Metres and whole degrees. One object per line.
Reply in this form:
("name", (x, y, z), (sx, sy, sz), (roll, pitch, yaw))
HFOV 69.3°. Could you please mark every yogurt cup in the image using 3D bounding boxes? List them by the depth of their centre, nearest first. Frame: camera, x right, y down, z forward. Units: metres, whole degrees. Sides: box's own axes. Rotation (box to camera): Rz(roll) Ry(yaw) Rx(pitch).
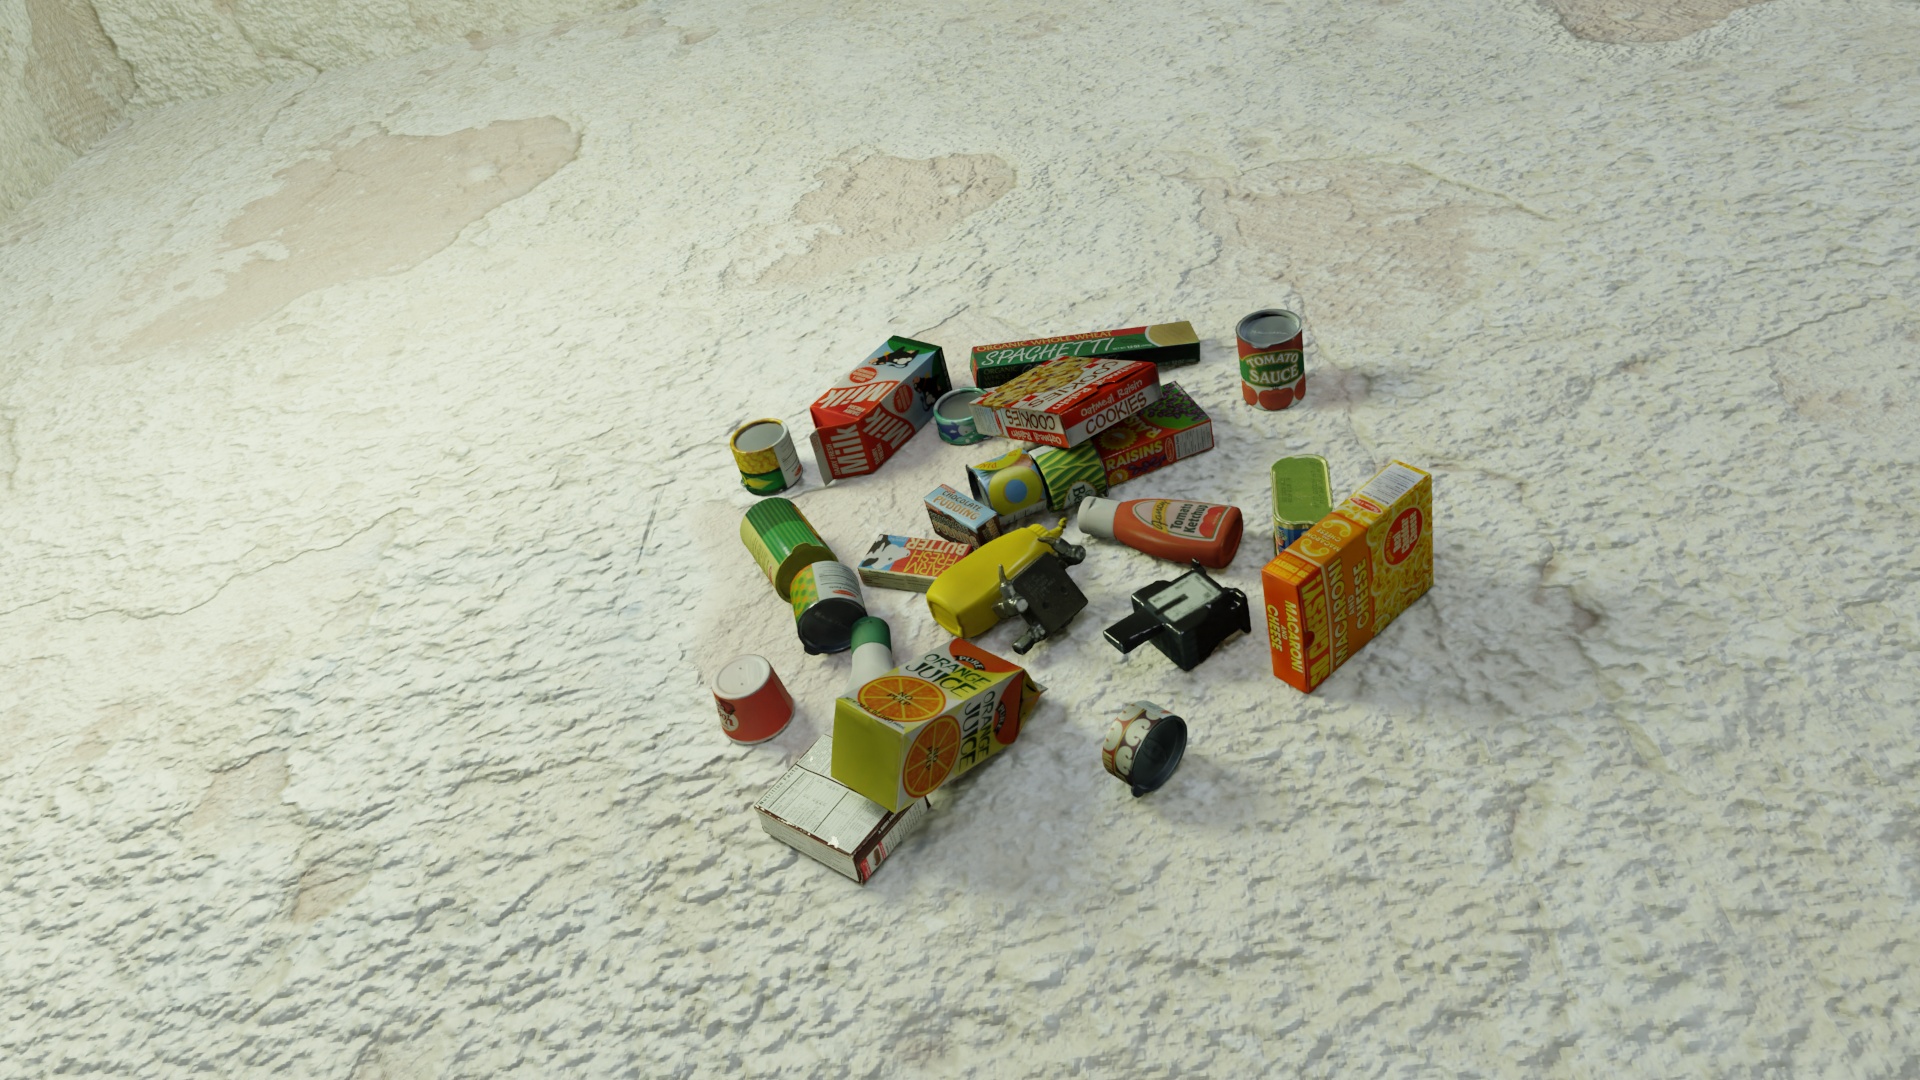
("yogurt cup", (-0.186, 0.137, 1.224), (0.072, 0.053, 0.073), (-8, 39, 7))

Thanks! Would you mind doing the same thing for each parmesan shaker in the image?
("parmesan shaker", (-0.169, 0.006, 1.362), (0.071, 0.071, 0.103), (-27, 40, -14))

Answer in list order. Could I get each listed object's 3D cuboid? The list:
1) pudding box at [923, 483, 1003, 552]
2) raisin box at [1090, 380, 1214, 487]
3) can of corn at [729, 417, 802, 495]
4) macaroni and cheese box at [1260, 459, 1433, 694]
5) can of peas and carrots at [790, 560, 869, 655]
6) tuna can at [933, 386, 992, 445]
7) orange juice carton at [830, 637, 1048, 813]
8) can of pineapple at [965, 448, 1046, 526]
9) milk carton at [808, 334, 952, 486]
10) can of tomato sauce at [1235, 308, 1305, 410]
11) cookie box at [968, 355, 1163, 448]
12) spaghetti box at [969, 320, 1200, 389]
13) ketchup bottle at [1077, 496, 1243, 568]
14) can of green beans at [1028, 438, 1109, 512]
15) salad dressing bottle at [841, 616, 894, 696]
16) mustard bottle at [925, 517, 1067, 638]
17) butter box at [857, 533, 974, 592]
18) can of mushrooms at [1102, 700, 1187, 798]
("pudding box", (0.005, -0.017, 1.350), (0.030, 0.049, 0.084), (-37, 44, -22))
("raisin box", (0.182, -0.109, 1.412), (0.123, 0.040, 0.086), (-20, 40, -8))
("can of corn", (-0.213, -0.091, 1.503), (0.071, 0.058, 0.071), (-9, 39, 7))
("macaroni and cheese box", (0.320, 0.029, 1.133), (0.167, 0.123, 0.040), (-36, 42, -23))
("can of peas and carrots", (-0.123, 0.063, 1.286), (0.071, 0.070, 0.059), (-18, 38, -3))
("tuna can", (0.007, -0.135, 1.505), (0.071, 0.032, 0.071), (-9, 39, 8))
("orange juice carton", (-0.012, 0.138, 1.121), (0.072, 0.072, 0.193), (22, 29, 33))
("can of pineapple", (0.045, -0.053, 1.365), (0.058, 0.070, 0.071), (-22, 39, -10))
("milk carton", (-0.096, -0.140, 1.514), (0.073, 0.072, 0.191), (18, 49, 34))
("can of tomato sauce", (0.319, -0.184, 1.422), (0.071, 0.082, 0.071), (-9, 39, 8))
("cookie box", (0.104, -0.143, 1.402), (0.123, 0.040, 0.167), (-30, 23, -24))
("spaghetti box", (0.136, -0.203, 1.522), (0.250, 0.028, 0.050), (-7, 38, -3))
("ketchup bottle", (0.183, -0.013, 1.292), (0.149, 0.043, 0.065), (10, 45, 29))
("can of green beans", (0.105, -0.067, 1.365), (0.058, 0.071, 0.071), (-23, 39, -8))
("salad dressing bottle", (-0.075, 0.126, 1.210), (0.064, 0.043, 0.148), (-15, 38, 5))
("mustard bottle", (0.044, 0.027, 1.285), (0.161, 0.048, 0.065), (-35, 44, -24))
("butter box", (-0.042, 0.023, 1.337), (0.103, 0.024, 0.053), (6, 44, 25))
("can of mushrooms", (0.142, 0.162, 1.079), (0.071, 0.070, 0.033), (-39, 44, -26))
